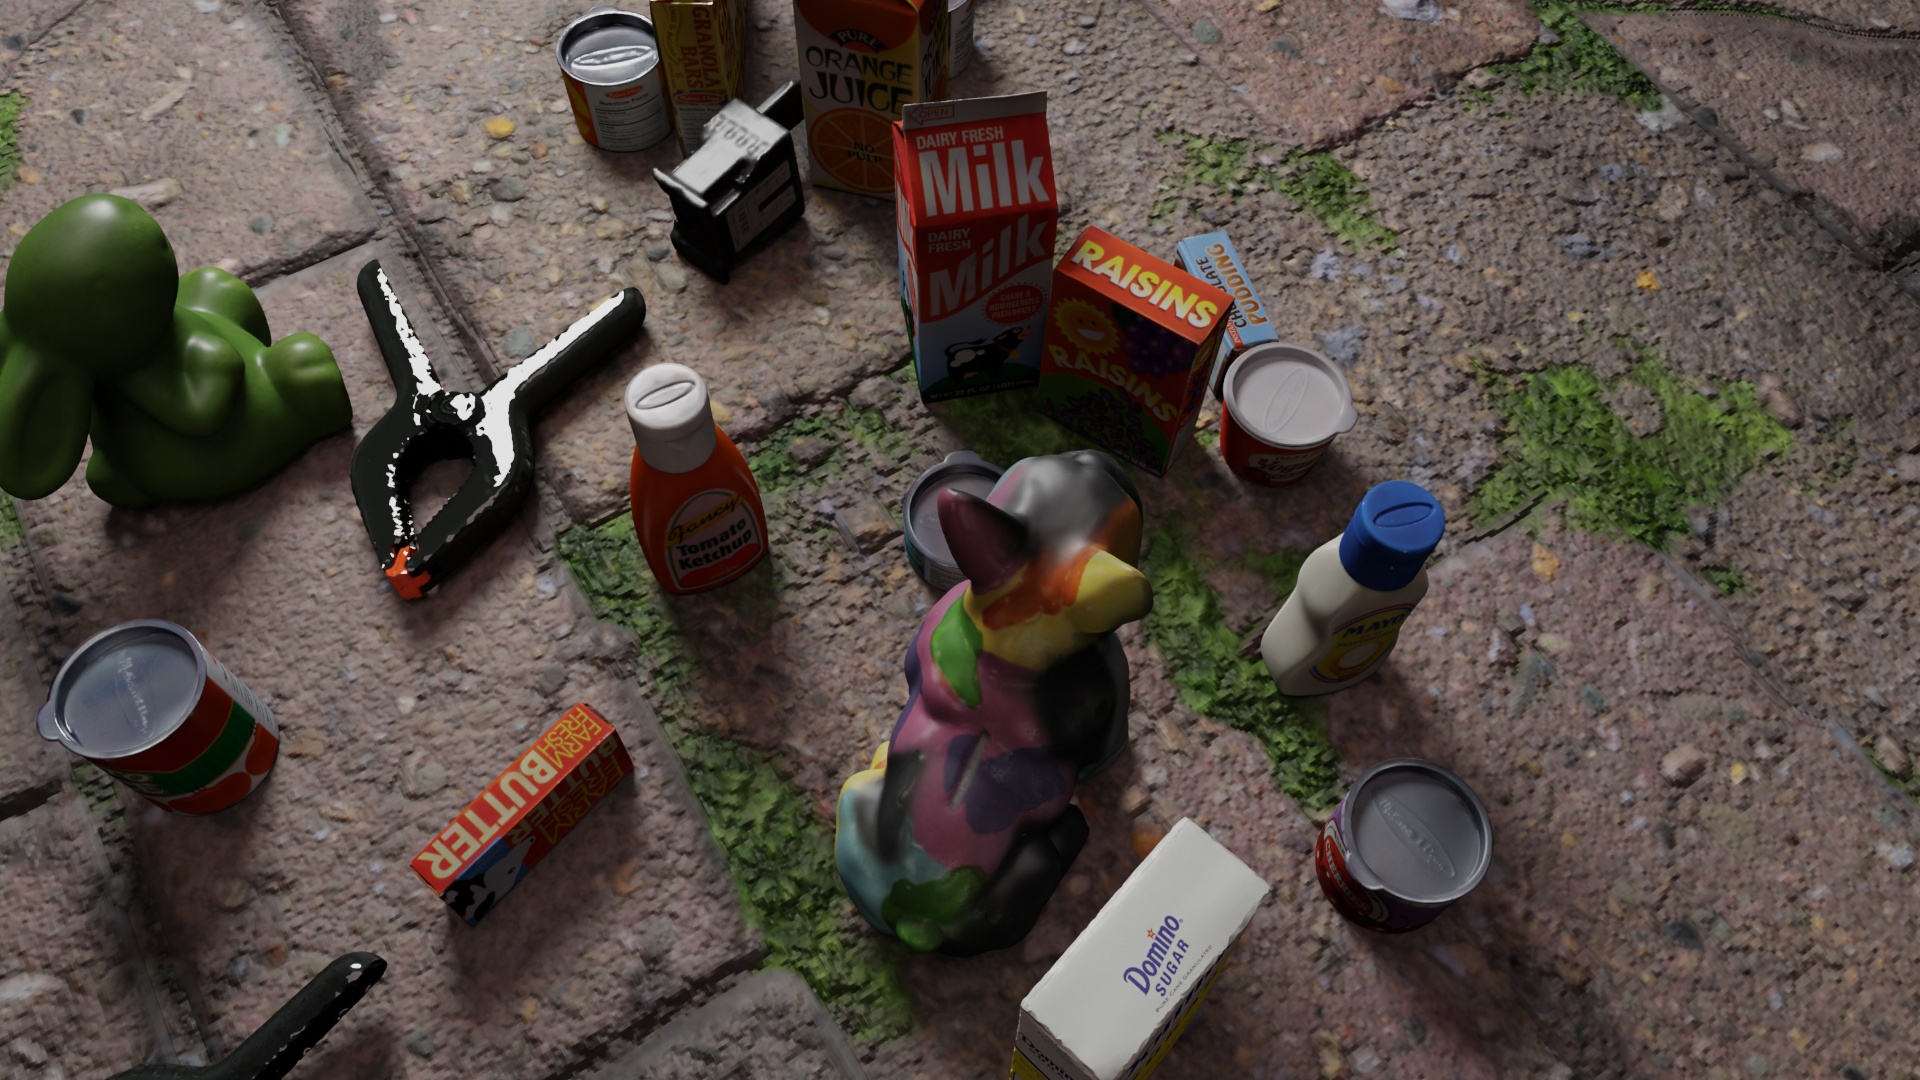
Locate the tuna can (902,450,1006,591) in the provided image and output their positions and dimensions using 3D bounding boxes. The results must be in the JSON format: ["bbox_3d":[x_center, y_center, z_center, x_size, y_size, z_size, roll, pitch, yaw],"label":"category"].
[{"bbox_3d":[0.003,-0.009,0.731,0.071,0.032,0.071,1,61,-1],"label":"tuna can"}]

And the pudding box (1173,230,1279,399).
[{"bbox_3d":[0.148,-0.129,0.793,0.030,0.049,0.084,-14,62,-9],"label":"pudding box"}]

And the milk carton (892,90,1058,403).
[{"bbox_3d":[0.006,-0.159,0.725,0.072,0.189,0.074,-9,61,-6],"label":"milk carton"}]

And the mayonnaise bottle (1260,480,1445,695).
[{"bbox_3d":[0.185,0.025,0.650,0.065,0.147,0.041,-14,62,-9],"label":"mayonnaise bottle"}]

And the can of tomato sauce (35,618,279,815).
[{"bbox_3d":[-0.365,0.085,0.640,0.071,0.082,0.071,1,61,-1],"label":"can of tomato sauce"}]

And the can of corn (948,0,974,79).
[{"bbox_3d":[-0.026,-0.342,0.904,0.071,0.058,0.071,1,61,-1],"label":"can of corn"}]

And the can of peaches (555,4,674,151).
[{"bbox_3d":[-0.214,-0.288,0.869,0.071,0.057,0.071,1,61,-1],"label":"can of peaches"}]

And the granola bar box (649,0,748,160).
[{"bbox_3d":[-0.159,-0.340,0.861,0.039,0.123,0.166,-1,61,-2],"label":"granola bar box"}]

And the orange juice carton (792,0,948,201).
[{"bbox_3d":[-0.049,-0.289,0.796,0.073,0.191,0.072,13,61,6],"label":"orange juice carton"}]

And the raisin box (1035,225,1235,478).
[{"bbox_3d":[0.089,-0.097,0.731,0.086,0.122,0.040,31,65,15],"label":"raisin box"}]

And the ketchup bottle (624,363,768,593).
[{"bbox_3d":[-0.131,-0.029,0.672,0.065,0.148,0.043,-26,65,-15],"label":"ketchup bottle"}]

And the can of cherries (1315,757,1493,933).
[{"bbox_3d":[0.199,0.142,0.636,0.071,0.058,0.072,1,61,-1],"label":"can of cherries"}]

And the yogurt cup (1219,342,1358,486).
[{"bbox_3d":[0.173,-0.066,0.755,0.072,0.053,0.073,1,61,-1],"label":"yogurt cup"}]

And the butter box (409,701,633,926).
[{"bbox_3d":[-0.199,0.125,0.638,0.024,0.053,0.104,36,66,17],"label":"butter box"}]
